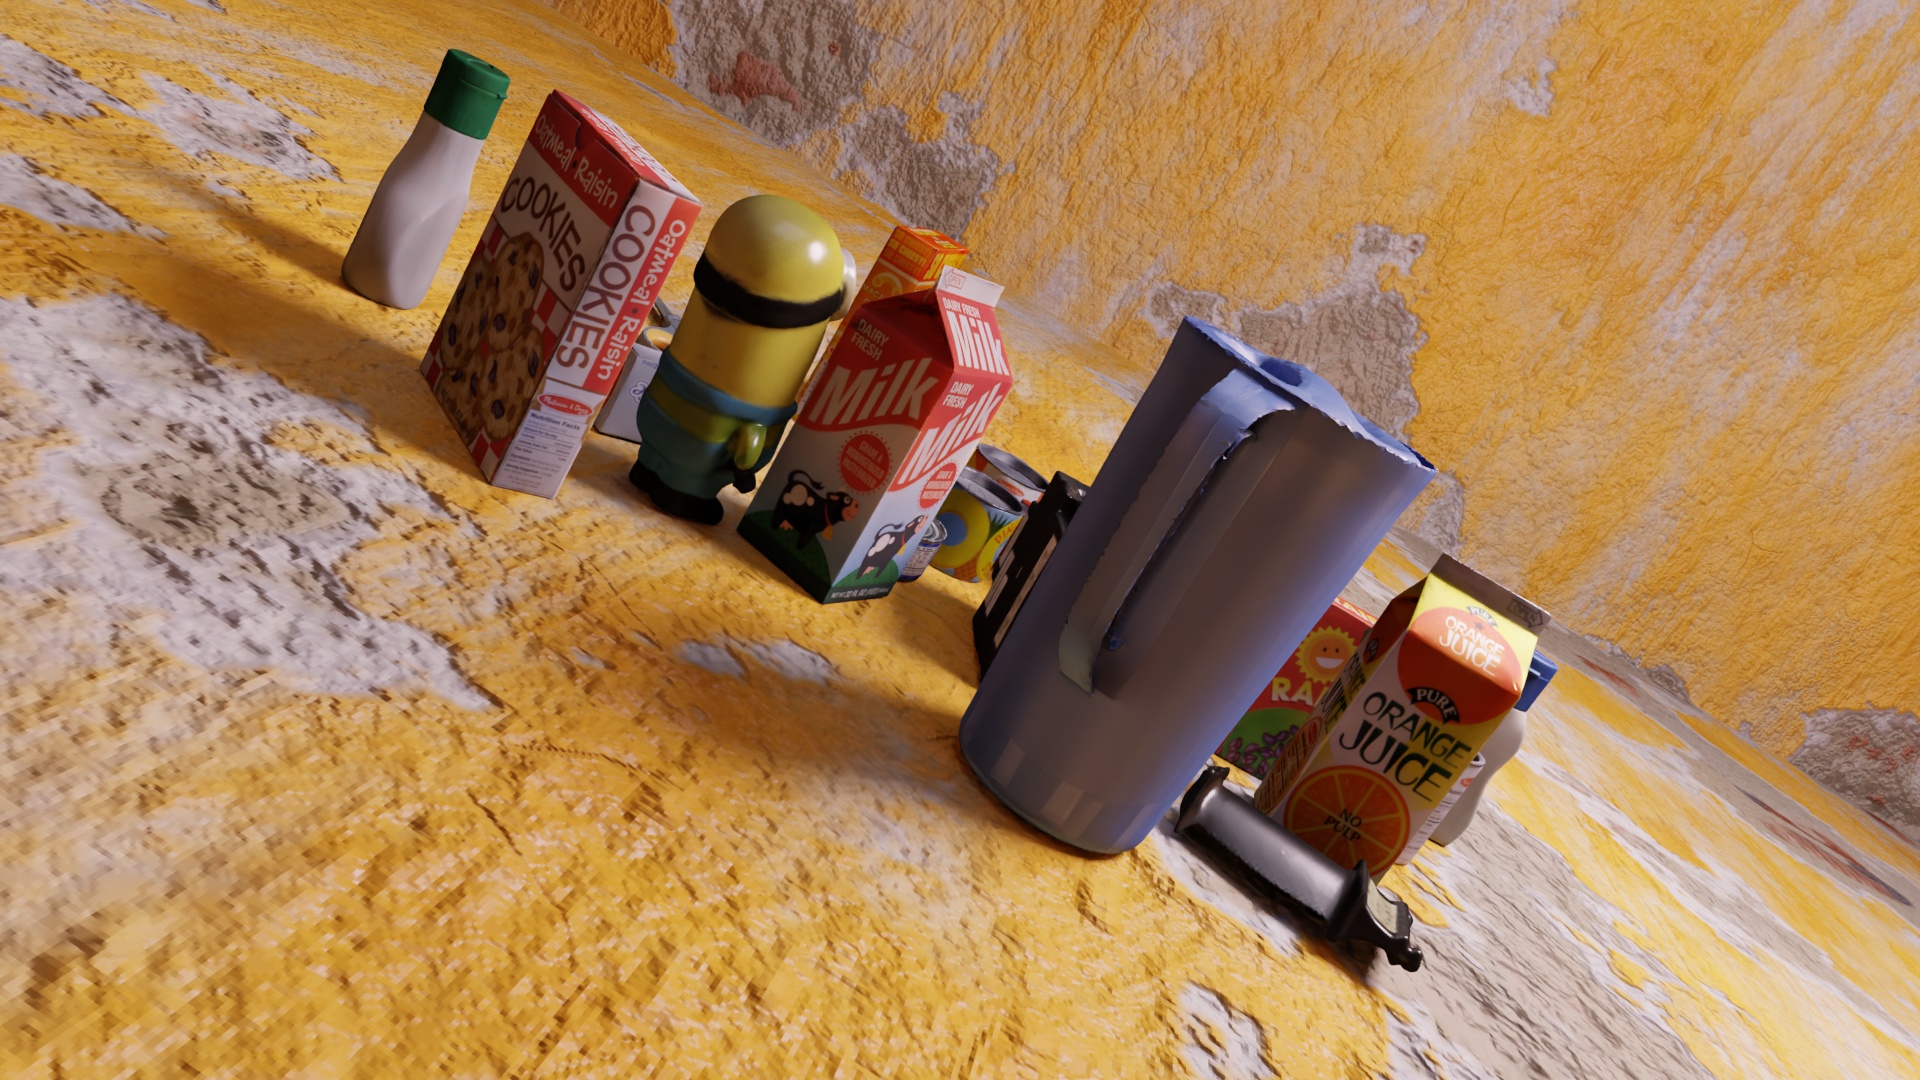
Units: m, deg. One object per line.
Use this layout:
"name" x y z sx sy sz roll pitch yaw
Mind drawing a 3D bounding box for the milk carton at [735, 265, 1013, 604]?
"milk carton" -0.038 -0.064 0.771 0.073 0.190 0.072 38 16 22

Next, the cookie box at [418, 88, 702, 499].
"cookie box" -0.204 -0.125 0.693 0.040 0.167 0.123 16 21 -45

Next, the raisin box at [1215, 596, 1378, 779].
"raisin box" 0.229 0.100 0.889 0.086 0.123 0.040 30 15 -6

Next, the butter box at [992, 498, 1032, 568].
"butter box" 0.072 0.009 1.010 0.103 0.053 0.024 18 20 -40

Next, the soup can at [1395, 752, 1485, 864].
"soup can" 0.284 0.154 0.898 0.071 0.083 0.071 29 15 -9

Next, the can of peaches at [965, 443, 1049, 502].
"can of peaches" 0.027 -0.031 1.041 0.071 0.058 0.071 29 15 -9

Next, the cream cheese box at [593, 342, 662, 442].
"cream cheese box" -0.167 -0.080 0.838 0.104 0.053 0.024 15 22 -45

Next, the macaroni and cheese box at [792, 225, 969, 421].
"macaroni and cheese box" -0.062 -0.164 1.083 0.040 0.166 0.124 32 15 4

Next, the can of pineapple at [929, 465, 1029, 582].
"can of pineapple" 0.003 -0.012 0.937 0.071 0.057 0.071 29 15 -9

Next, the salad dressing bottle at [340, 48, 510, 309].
"salad dressing bottle" -0.304 -0.206 0.796 0.044 0.147 0.064 31 15 -3

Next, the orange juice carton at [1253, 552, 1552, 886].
"orange juice carton" 0.249 0.102 0.791 0.072 0.192 0.073 32 15 3

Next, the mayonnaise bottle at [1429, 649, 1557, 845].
"mayonnaise bottle" 0.355 0.137 0.964 0.065 0.147 0.041 32 15 4
